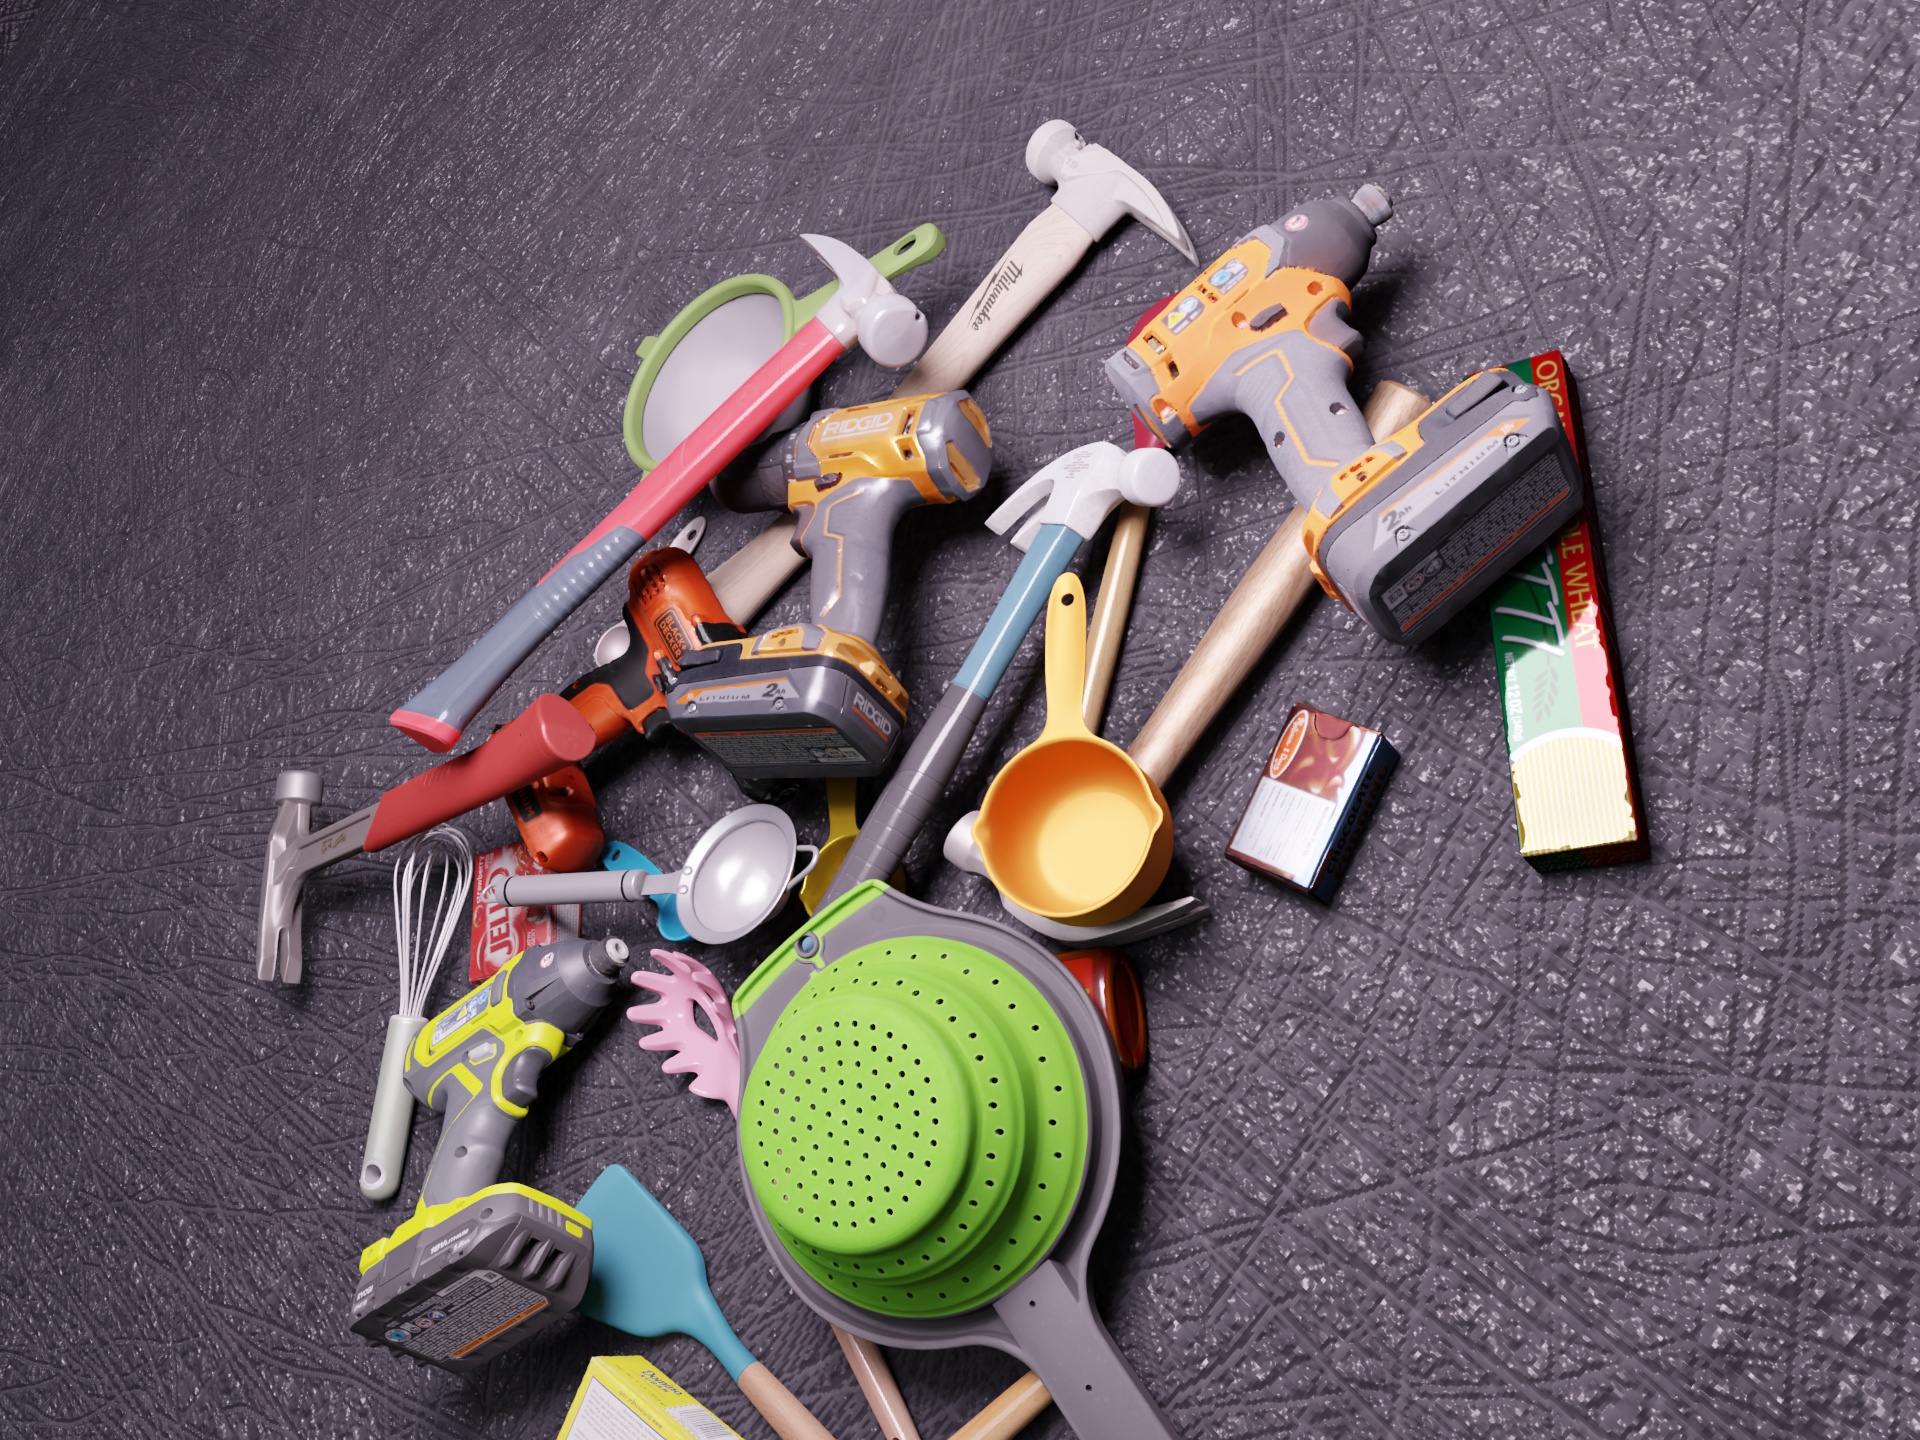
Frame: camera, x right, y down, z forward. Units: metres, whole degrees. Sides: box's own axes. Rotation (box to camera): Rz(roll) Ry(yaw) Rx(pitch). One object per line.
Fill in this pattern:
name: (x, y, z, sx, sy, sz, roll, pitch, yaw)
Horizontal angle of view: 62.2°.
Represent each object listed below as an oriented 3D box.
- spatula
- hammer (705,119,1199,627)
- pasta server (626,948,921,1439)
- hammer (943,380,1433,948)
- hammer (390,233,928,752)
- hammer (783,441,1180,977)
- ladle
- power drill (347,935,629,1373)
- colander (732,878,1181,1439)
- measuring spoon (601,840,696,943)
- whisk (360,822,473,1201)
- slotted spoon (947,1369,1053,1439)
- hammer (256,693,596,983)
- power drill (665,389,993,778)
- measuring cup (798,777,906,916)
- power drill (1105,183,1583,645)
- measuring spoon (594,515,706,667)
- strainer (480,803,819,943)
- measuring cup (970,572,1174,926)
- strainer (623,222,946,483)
spatula: (-0.099, 0.349, 0.804, 0.318, 0.044, 0.082, 30, 84, 37)
hammer: (-0.034, -0.179, 0.983, 0.410, 0.038, 0.146, -46, 54, 10)
pasta server: (-0.099, 0.251, 0.849, 0.060, 0.040, 0.317, -51, 52, 22)
hammer: (0.134, -0.028, 0.802, 0.130, 0.031, 0.331, 36, 90, 29)
hammer: (-0.190, -0.130, 0.937, 0.386, 0.038, 0.143, -43, 42, 5)
hammer: (-0.001, -0.003, 0.848, 0.331, 0.033, 0.128, -60, 25, -5)
ladle: (0.092, -0.100, 0.872, 0.069, 0.031, 0.315, 6, 76, 38)
power drill: (-0.260, 0.233, 0.906, 0.171, 0.080, 0.223, -35, 35, 22)
colander: (0.013, 0.243, 0.695, 0.204, 0.094, 0.397, -41, 66, 8)
measuring spoon: (-0.186, 0.104, 0.984, 0.129, 0.021, 0.042, 25, 76, 47)
whisk: (-0.361, 0.189, 1.047, 0.058, 0.059, 0.246, 3, 77, 16)
slotted spoon: (-0.053, 0.385, 0.738, 0.314, 0.031, 0.070, -41, 62, 1)
hammer: (-0.351, 0.066, 1.013, 0.359, 0.036, 0.149, -20, 65, 39)
power drill: (-0.091, -0.082, 0.900, 0.185, 0.084, 0.226, -2, 59, 32)
measuring cup: (-0.061, 0.054, 0.916, 0.062, 0.029, 0.157, -21, 51, 20)
power drill: (0.187, -0.160, 0.759, 0.164, 0.084, 0.227, -41, 50, 8)
measuring spoon: (-0.204, -0.084, 1.075, 0.034, 0.018, 0.124, 26, 80, 38)
strainer: (-0.182, 0.096, 0.933, 0.258, 0.050, 0.087, -5, 57, 27)
measuring cup: (0.059, 0.016, 0.776, 0.095, 0.052, 0.174, -7, 68, 23)
strainer: (-0.104, -0.234, 1.028, 0.256, 0.069, 0.152, -25, 52, 25)
